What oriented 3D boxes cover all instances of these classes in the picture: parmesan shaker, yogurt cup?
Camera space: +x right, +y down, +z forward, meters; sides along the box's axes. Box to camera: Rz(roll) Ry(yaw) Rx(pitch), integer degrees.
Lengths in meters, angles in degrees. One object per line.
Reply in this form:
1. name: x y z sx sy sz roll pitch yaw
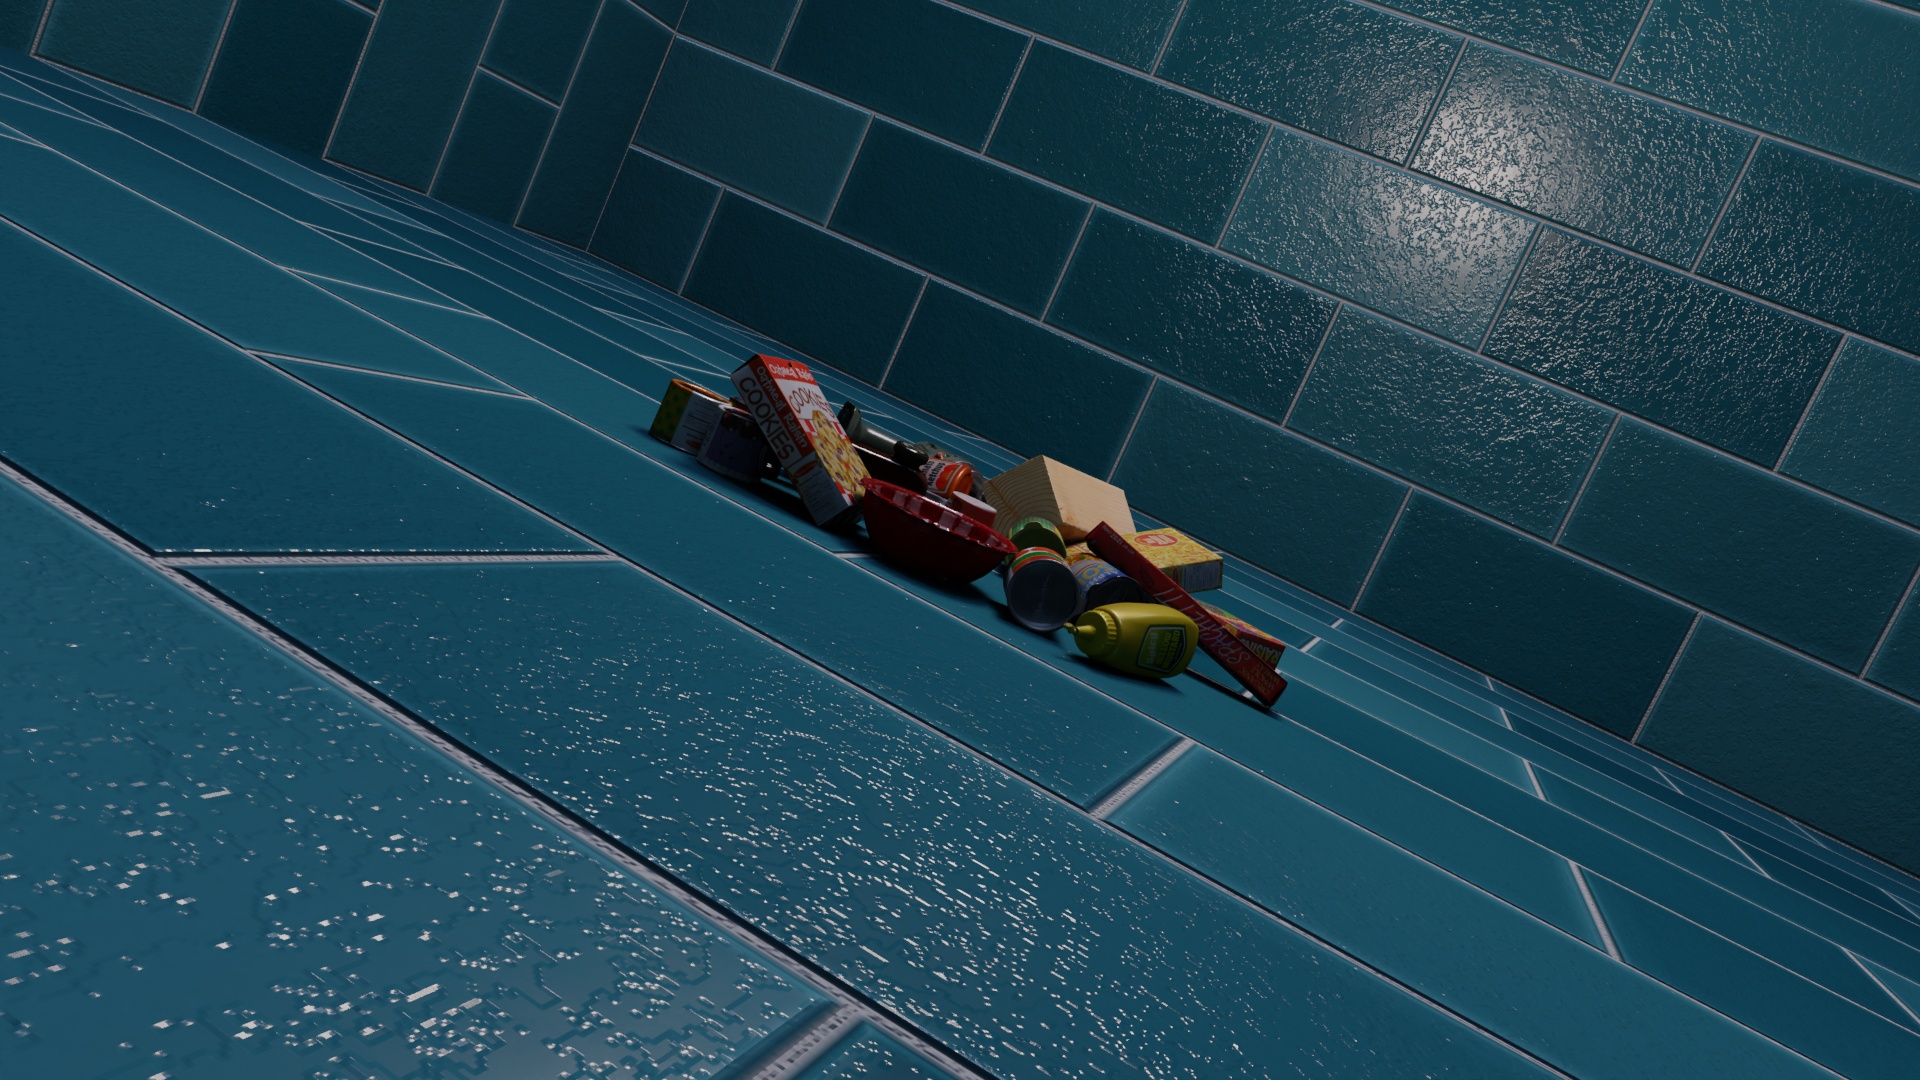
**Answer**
1. parmesan shaker: 0.081 0.009 1.510 0.071 0.071 0.103 24 7 -1
2. yogurt cup: 0.005 -0.019 1.539 0.072 0.054 0.072 24 8 -3

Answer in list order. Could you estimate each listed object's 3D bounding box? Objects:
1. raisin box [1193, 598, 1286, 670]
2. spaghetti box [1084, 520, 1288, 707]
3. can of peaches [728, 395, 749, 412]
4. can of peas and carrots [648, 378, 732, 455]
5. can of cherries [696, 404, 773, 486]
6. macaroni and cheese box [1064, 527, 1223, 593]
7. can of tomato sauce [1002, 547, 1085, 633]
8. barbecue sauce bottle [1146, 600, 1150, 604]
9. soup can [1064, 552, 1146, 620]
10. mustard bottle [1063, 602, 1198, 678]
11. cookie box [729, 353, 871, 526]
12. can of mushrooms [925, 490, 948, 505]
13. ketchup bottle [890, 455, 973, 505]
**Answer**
1. raisin box: 0.315 0.110 1.662 0.086 0.040 0.123 20 7 -37
2. spaghetti box: 0.227 0.074 1.402 0.250 0.029 0.050 42 -3 15
3. can of peaches: -0.224 -0.115 1.474 0.071 0.058 0.071 23 7 -3
4. can of peas and carrots: -0.269 -0.122 1.380 0.071 0.058 0.071 24 7 -3
5. can of cherries: -0.212 -0.092 1.347 0.071 0.058 0.071 23 7 -3
6. macaroni and cheese box: 0.195 0.029 1.581 0.167 0.040 0.124 -7 19 -19
7. can of tomato sauce: 0.075 0.043 1.266 0.071 0.071 0.083 24 7 -4
8. barbecue sauce bottle: 0.209 0.068 1.606 0.065 0.043 0.149 12 13 -34
9. soup can: 0.135 0.053 1.387 0.071 0.071 0.084 21 8 -28
10. mustard bottle: 0.146 0.086 1.227 0.160 0.065 0.049 9 11 -44
11. cookie box: -0.143 -0.096 1.334 0.167 0.040 0.123 59 13 5
12. can of mushrooms: -0.038 -0.036 1.599 0.071 0.033 0.071 23 7 -3
13. ketchup bottle: -0.063 -0.076 1.682 0.149 0.065 0.043 14 -38 24
